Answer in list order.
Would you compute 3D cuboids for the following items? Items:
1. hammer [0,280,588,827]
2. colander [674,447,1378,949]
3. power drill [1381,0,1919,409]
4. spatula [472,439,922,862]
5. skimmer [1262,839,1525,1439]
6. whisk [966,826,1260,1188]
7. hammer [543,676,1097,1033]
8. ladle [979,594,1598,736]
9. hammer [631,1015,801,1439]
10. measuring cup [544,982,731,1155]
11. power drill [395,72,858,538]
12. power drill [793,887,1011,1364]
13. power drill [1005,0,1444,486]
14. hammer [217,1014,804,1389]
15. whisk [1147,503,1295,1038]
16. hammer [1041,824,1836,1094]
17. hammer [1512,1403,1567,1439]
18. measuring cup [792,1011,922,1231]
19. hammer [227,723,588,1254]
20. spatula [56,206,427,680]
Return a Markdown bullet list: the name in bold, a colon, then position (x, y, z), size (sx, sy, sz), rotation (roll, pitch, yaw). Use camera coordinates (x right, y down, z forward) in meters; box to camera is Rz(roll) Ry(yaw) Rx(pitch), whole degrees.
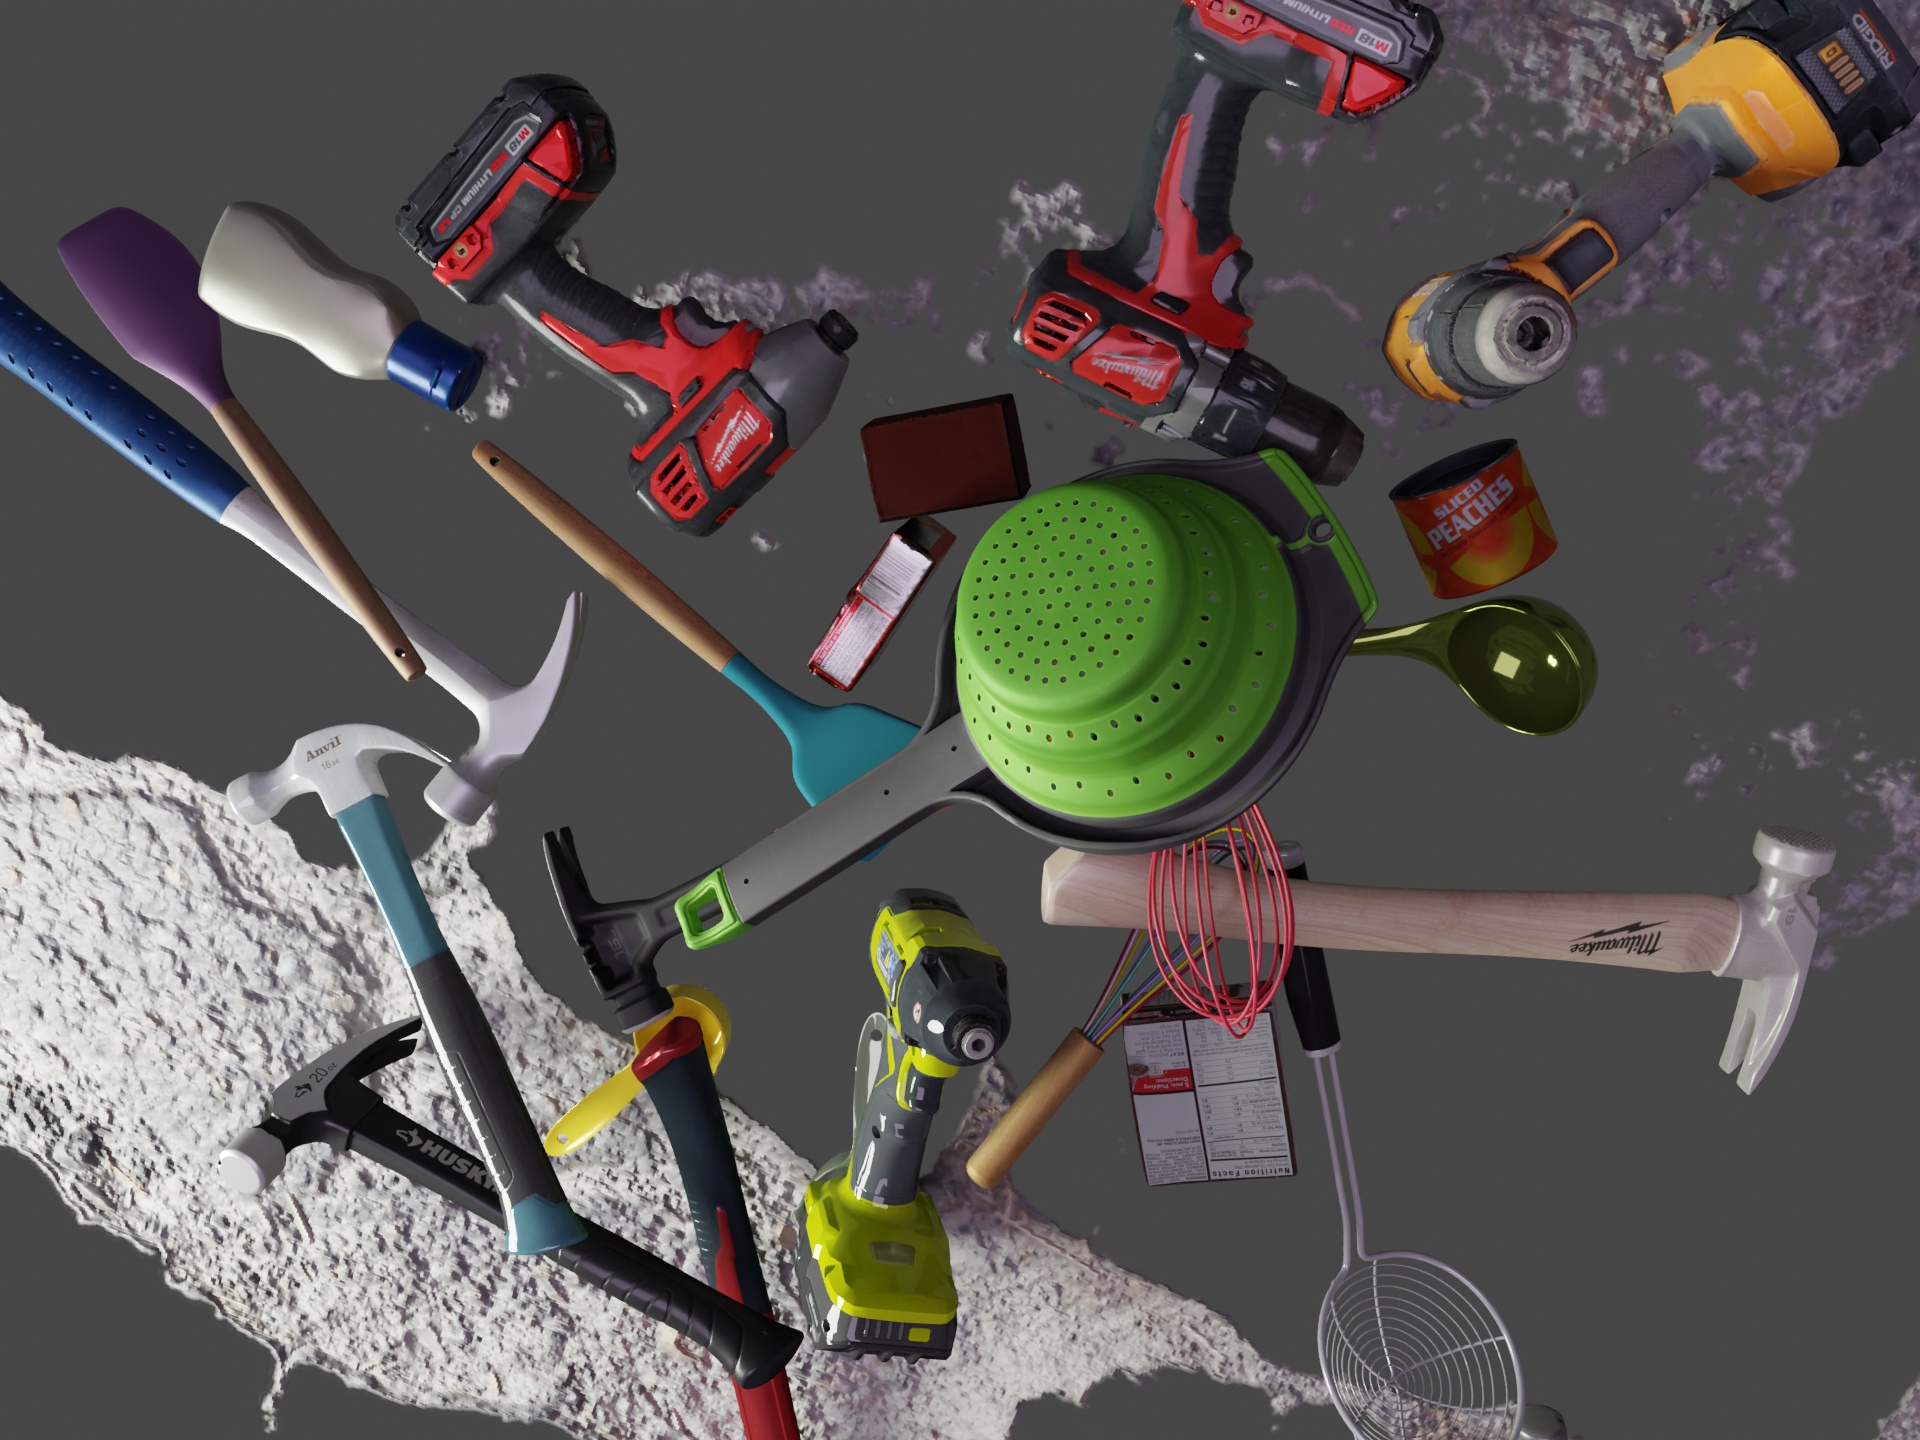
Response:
- **hammer**: position (-0.391, -0.118, 0.887), size (0.405, 0.035, 0.144), rotation (37, 89, 0)
- **colander**: position (-0.001, -0.002, 0.767), size (0.397, 0.094, 0.205), rotation (-33, 62, 15)
- **power drill**: position (0.295, -0.222, 0.697), size (0.226, 0.185, 0.084), rotation (-38, 97, 13)
- **spatula**: position (-0.146, -0.051, 0.873), size (0.317, 0.044, 0.082), rotation (40, 85, 0)
- **skimmer**: position (0.234, 0.244, 0.890), size (0.127, 0.090, 0.363), rotation (-19, 102, -28)
- **whisk**: position (0.084, 0.158, 0.883), size (0.047, 0.051, 0.245), rotation (39, 91, 20)
- **hammer**: position (-0.074, 0.054, 0.900), size (0.337, 0.034, 0.127), rotation (-26, 88, 11)
- **ladle**: position (0.165, -0.033, 0.837), size (0.320, 0.062, 0.078), rotation (2, 132, 11)
- **hammer**: position (-0.122, 0.356, 0.984), size (0.143, 0.038, 0.386), rotation (-6, 111, 8)
- **measuring cup**: position (-0.201, 0.217, 0.977), size (0.156, 0.029, 0.062), rotation (-41, 97, 19)
- **power drill**: position (-0.164, -0.216, 0.820), size (0.143, 0.078, 0.219), rotation (-41, 100, 17)
- **power drill**: position (-0.027, 0.220, 0.859), size (0.080, 0.171, 0.223), rotation (10, 99, -14)
- **power drill**: position (0.146, -0.237, 0.770), size (0.188, 0.080, 0.226), rotation (26, 111, 0)
- **hammer**: position (-0.243, 0.288, 0.926), size (0.335, 0.146, 0.035), rotation (27, 120, 5)
- **whisk**: position (0.120, 0.009, 0.792), size (0.073, 0.073, 0.296), rotation (-7, 72, 10)
- **hammer**: position (0.246, 0.114, 0.841), size (0.410, 0.038, 0.146), rotation (5, 107, -4)
- **hammer**: position (0.198, 0.501, 1.000), size (0.359, 0.037, 0.149), rotation (-4, 106, 9)
- **measuring cup**: position (-0.055, 0.255, 0.966), size (0.083, 0.038, 0.167), rotation (6, 96, 4)
- **hammer**: position (-0.299, 0.150, 0.905), size (0.128, 0.033, 0.331), rotation (-28, 78, 2)
- **spatula**: position (-0.382, -0.151, 0.861), size (0.060, 0.018, 0.316), rotation (-35, 85, -12)
